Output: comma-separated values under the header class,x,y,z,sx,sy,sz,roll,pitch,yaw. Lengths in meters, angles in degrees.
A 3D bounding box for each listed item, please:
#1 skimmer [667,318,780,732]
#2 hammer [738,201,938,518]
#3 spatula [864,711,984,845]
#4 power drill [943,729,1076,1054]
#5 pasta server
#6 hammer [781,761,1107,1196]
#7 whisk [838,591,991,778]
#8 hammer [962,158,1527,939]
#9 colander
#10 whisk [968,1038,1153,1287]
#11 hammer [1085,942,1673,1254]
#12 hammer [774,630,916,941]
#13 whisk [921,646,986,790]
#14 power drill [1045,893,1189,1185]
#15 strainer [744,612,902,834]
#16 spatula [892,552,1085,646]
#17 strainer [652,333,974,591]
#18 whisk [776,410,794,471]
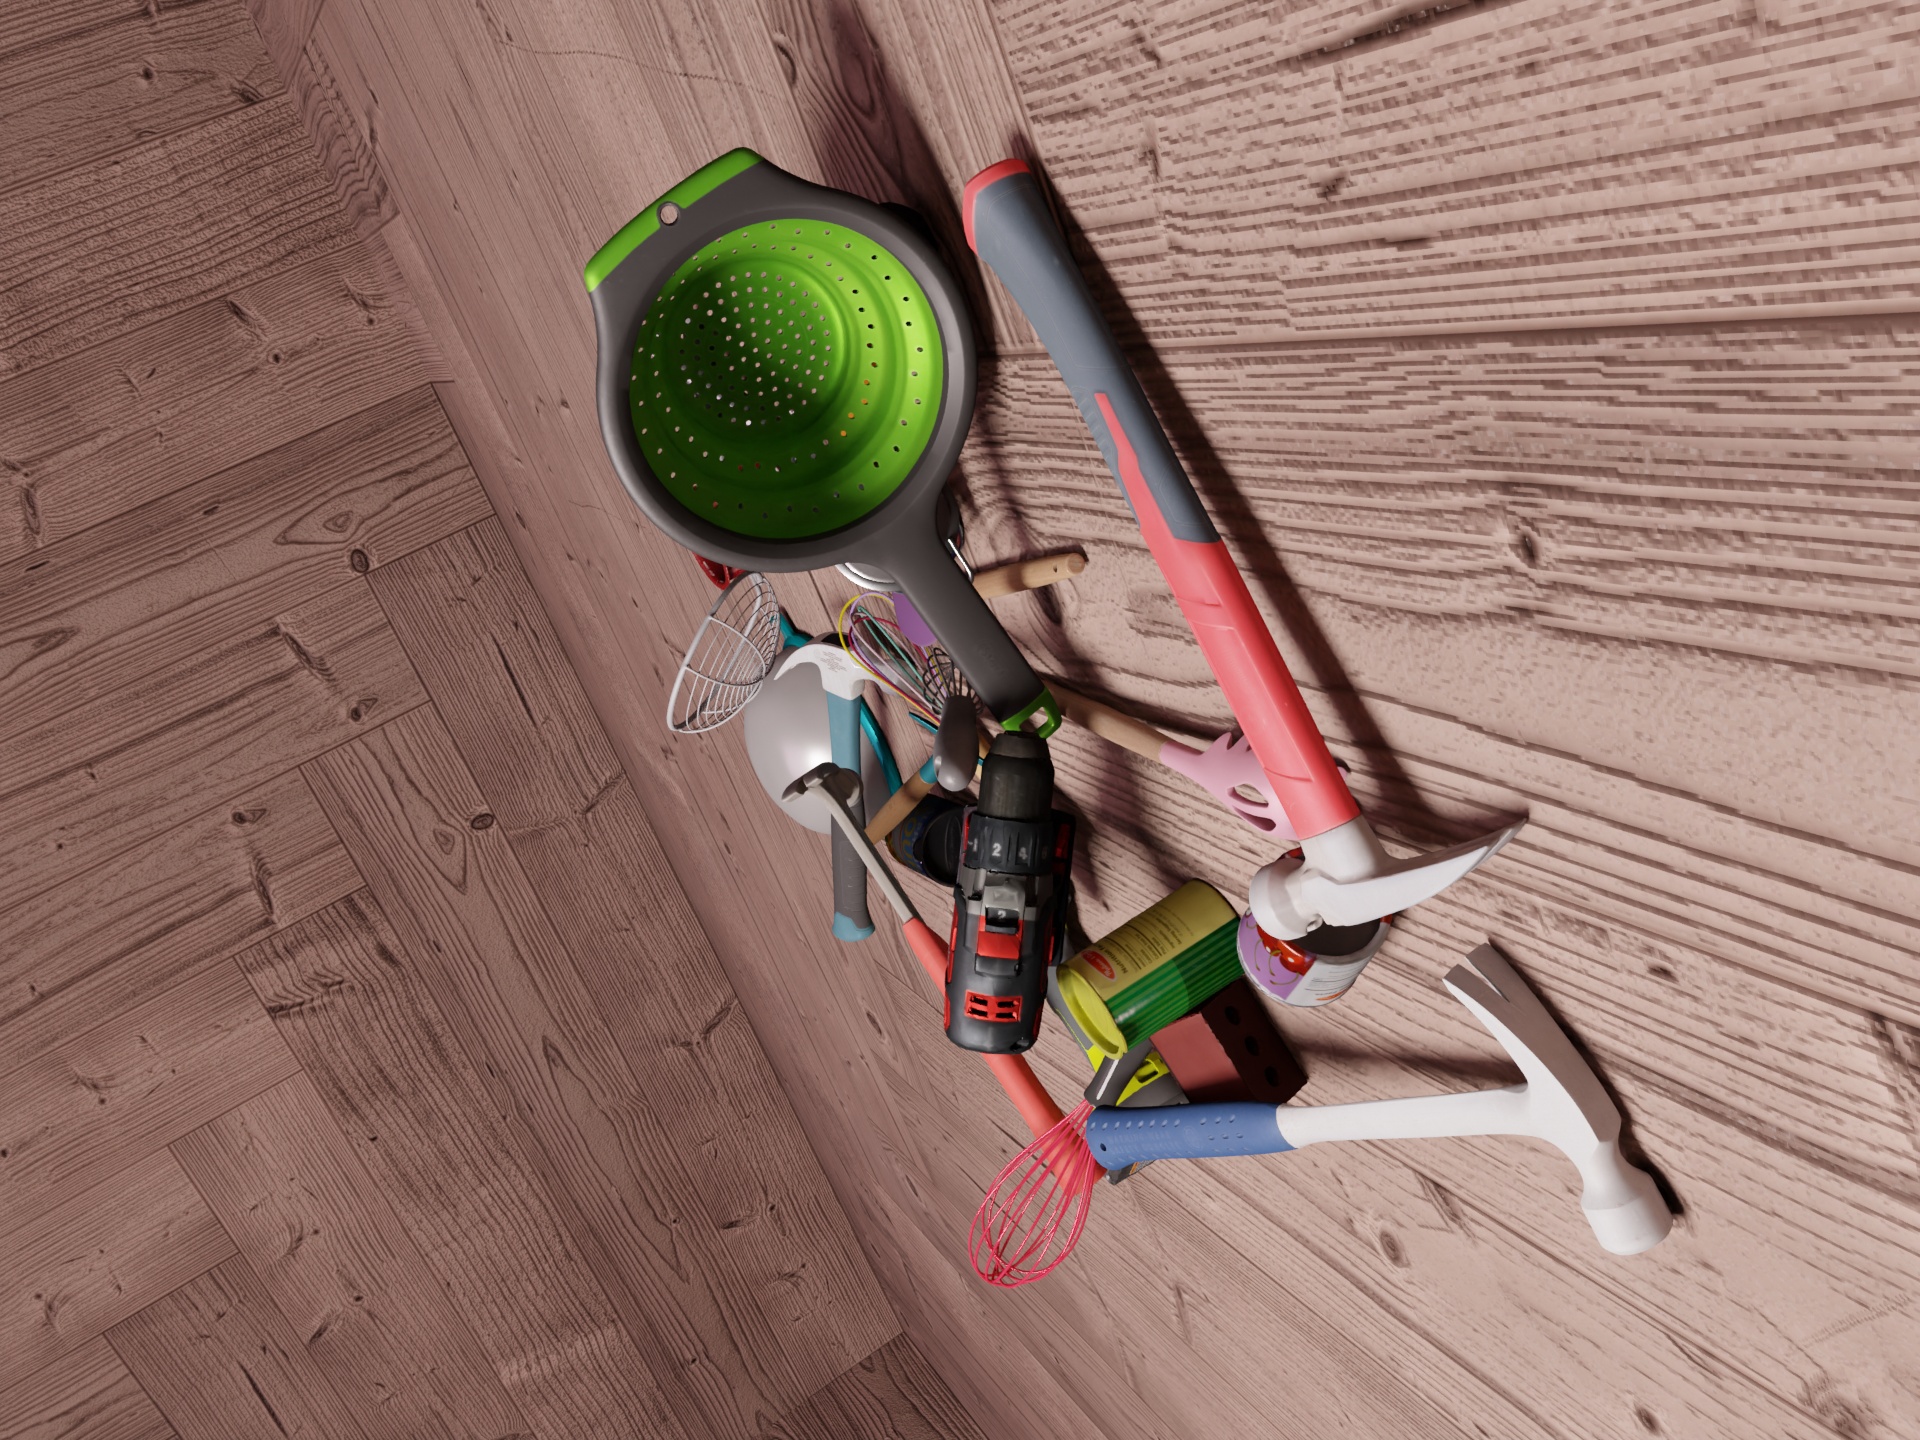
class,x,y,z,sx,sy,sz,roll,pitch,yaw
skimmer,-0.201,-0.161,1.189,0.127,0.090,0.364,109,150,-58
hammer,-0.072,-0.202,1.003,0.127,0.034,0.336,26,153,1
spatula,-0.038,0.056,1.204,0.082,0.044,0.317,33,153,-4
power drill,0.032,0.097,1.011,0.226,0.080,0.188,-27,-57,-85
pasta server,0.113,0.009,0.906,0.316,0.040,0.060,30,145,64
hammer,-0.009,0.185,1.149,0.359,0.036,0.149,56,-175,4
whisk,-0.012,-0.001,1.190,0.245,0.047,0.051,51,158,18
hammer,0.110,-0.090,0.723,0.143,0.038,0.386,-32,83,53
colander,-0.059,-0.136,0.907,0.396,0.204,0.095,53,179,-33
whisk,0.085,0.274,1.081,0.073,0.073,0.295,43,114,42
hammer,0.186,0.216,0.871,0.144,0.035,0.405,62,149,1
hammer,-0.096,0.066,1.365,0.128,0.033,0.330,24,133,27
whisk,-0.003,-0.003,1.018,0.239,0.055,0.055,-87,-25,-72
power drill,0.091,0.230,1.212,0.223,0.080,0.171,56,161,24
strainer,-0.110,0.068,1.460,0.341,0.095,0.210,47,157,38
spatula,0.009,-0.085,1.042,0.316,0.018,0.060,177,82,-69
strainer,-0.097,-0.163,0.982,0.258,0.087,0.050,37,176,7
whisk,-0.153,-0.216,1.238,0.057,0.059,0.246,38,175,-23
